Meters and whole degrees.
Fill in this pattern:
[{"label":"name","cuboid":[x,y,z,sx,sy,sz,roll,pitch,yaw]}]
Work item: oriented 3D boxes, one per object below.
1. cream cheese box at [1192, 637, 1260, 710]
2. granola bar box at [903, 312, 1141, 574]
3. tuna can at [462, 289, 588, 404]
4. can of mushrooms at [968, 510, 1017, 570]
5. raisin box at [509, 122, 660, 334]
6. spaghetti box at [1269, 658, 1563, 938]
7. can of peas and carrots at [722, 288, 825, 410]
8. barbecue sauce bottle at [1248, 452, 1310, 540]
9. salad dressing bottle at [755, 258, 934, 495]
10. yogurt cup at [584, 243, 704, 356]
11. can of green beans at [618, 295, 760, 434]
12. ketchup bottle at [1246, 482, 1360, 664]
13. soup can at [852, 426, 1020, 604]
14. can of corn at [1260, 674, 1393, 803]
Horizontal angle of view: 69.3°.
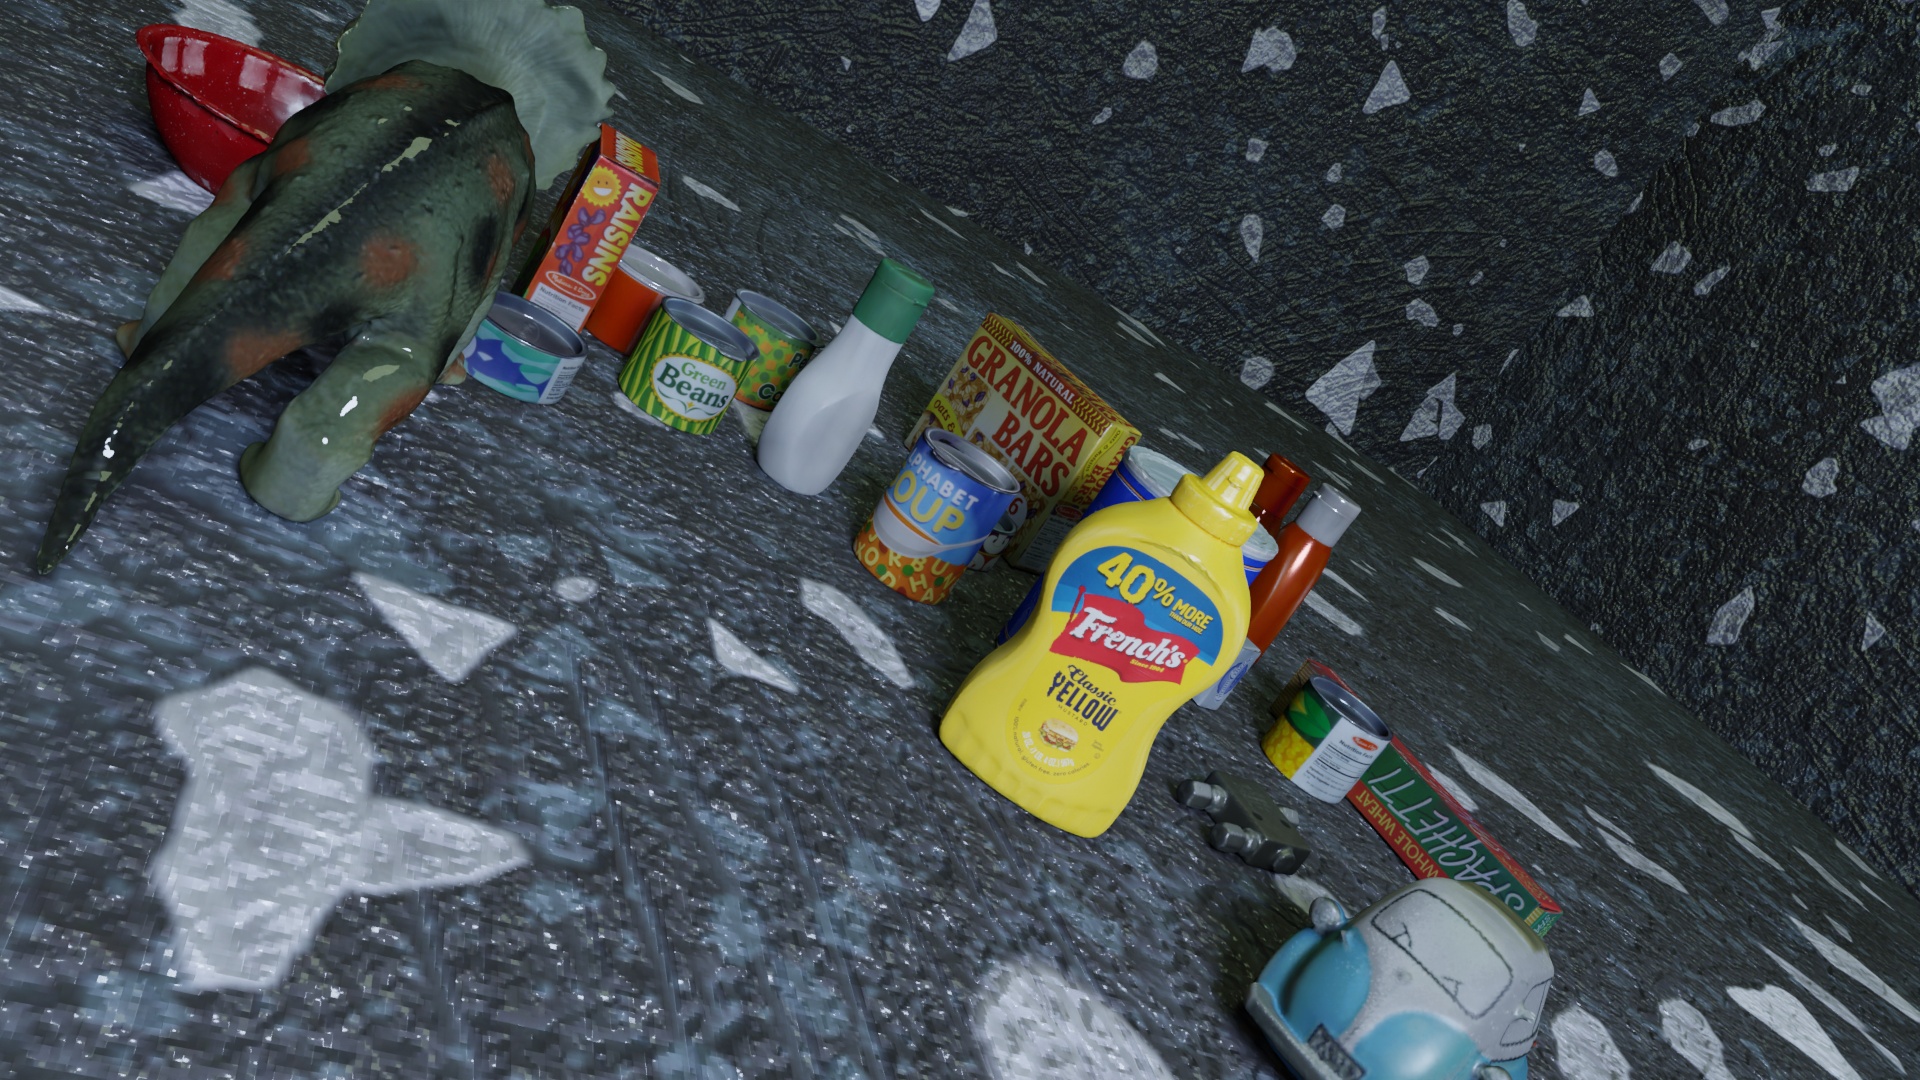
[{"label":"cream cheese box","cuboid":[0.156,0.064,0.963,0.024,0.053,0.104,17,23,-44]},{"label":"granola bar box","cuboid":[0.041,-0.072,1.006,0.039,0.124,0.166,18,23,-43]},{"label":"tuna can","cuboid":[-0.238,-0.104,0.738,0.071,0.032,0.071,31,17,-10]},{"label":"can of mushrooms","cuboid":[0.003,-0.012,0.926,0.071,0.033,0.071,31,17,-10]},{"label":"raisin box","cuboid":[-0.218,-0.170,0.800,0.040,0.123,0.086,26,18,-24]},{"label":"spaghetti box","cuboid":[0.293,0.173,0.921,0.028,0.050,0.251,22,20,-35]},{"label":"can of peas and carrots","cuboid":[-0.136,-0.129,0.949,0.071,0.058,0.071,31,17,-10]},{"label":"barbecue sauce bottle","cuboid":[0.213,0.002,1.075,0.043,0.148,0.065,26,18,-25]},{"label":"salad dressing bottle","cuboid":[-0.068,-0.098,0.835,0.044,0.147,0.064,43,19,29]},{"label":"yogurt cup","cuboid":[-0.206,-0.151,0.890,0.072,0.053,0.072,31,17,-10]},{"label":"can of green beans","cuboid":[-0.163,-0.105,0.834,0.071,0.057,0.071,31,17,-10]},{"label":"ketchup bottle","cuboid":[0.255,0.024,1.092,0.043,0.148,0.065,29,17,-17]},{"label":"soup can","cuboid":[-0.016,-0.014,0.810,0.071,0.083,0.071,31,17,-10]},{"label":"can of corn","cuboid":[0.243,0.132,0.930,0.071,0.058,0.071,31,17,-10]}]
